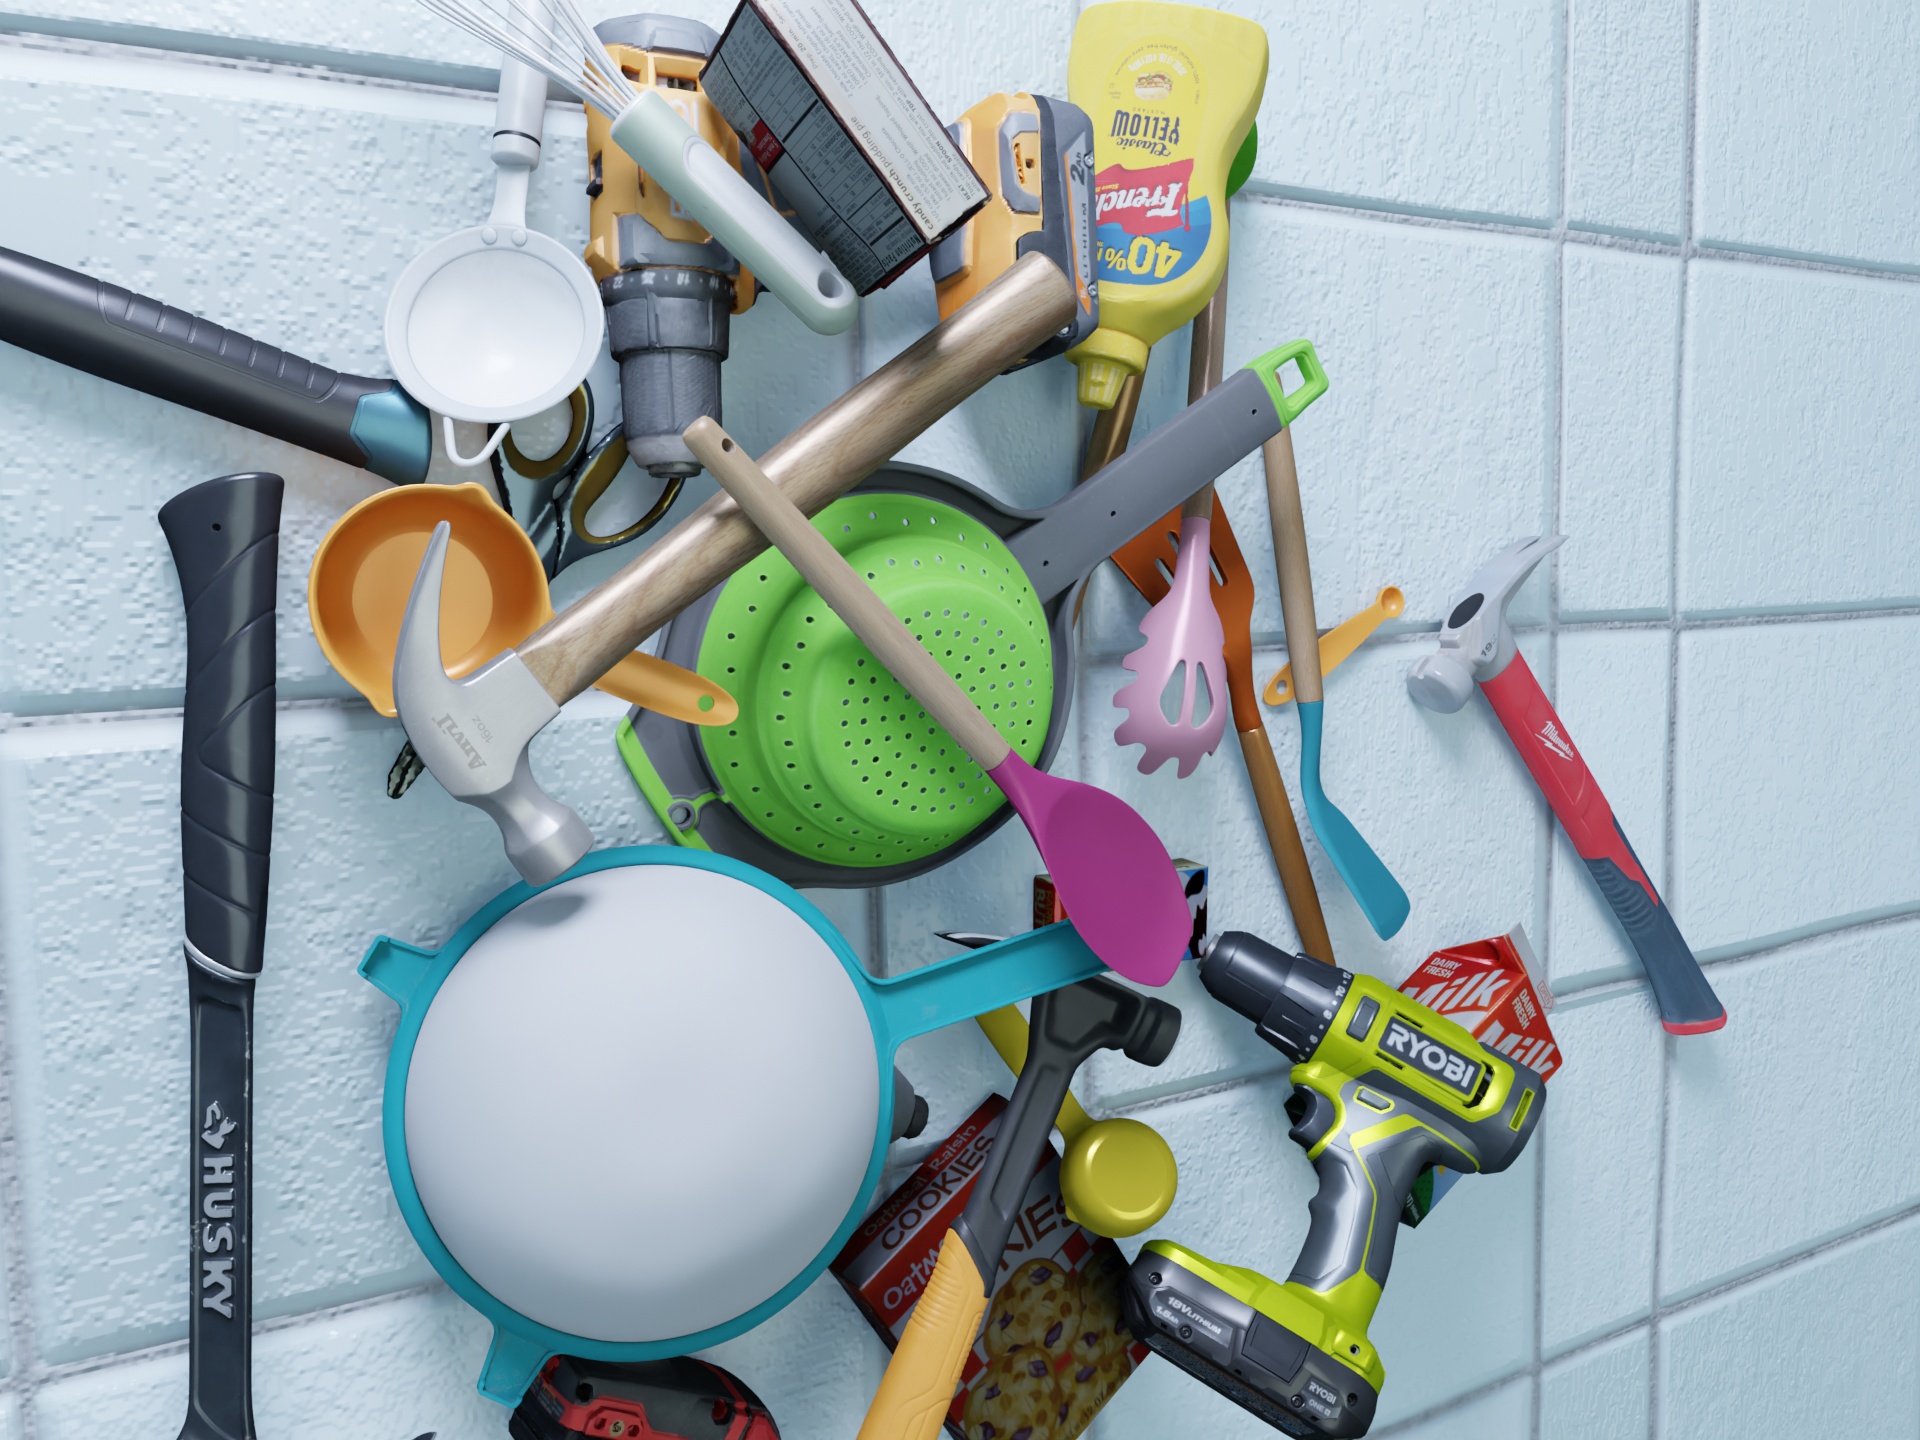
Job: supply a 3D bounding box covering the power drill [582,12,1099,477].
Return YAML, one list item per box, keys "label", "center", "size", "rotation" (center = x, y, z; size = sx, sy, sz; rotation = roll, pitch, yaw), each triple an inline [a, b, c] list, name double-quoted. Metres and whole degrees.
- label: "power drill"
  center: [-0.053, -0.198, 0.703]
  size: [0.226, 0.084, 0.185]
  rotation: [-2, 91, -27]

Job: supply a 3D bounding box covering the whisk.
- label: "whisk"
  center: [-0.132, -0.240, 0.611]
  size: [0.246, 0.059, 0.058]
  rotation: [42, 55, -15]

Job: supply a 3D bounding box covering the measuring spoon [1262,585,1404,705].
- label: "measuring spoon"
  center: [0.216, -0.043, 0.926]
  size: [0.117, 0.011, 0.021]
  rotation: [-36, 107, -20]

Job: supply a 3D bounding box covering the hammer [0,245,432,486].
- label: "hammer"
  center: [-0.348, -0.156, 0.559]
  size: [0.330, 0.033, 0.128]
  rotation: [18, 84, -31]

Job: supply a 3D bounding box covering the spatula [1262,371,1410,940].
- label: "spatula"
  center: [0.203, -0.038, 0.888]
  size: [0.082, 0.044, 0.317]
  rotation: [-17, 99, -62]

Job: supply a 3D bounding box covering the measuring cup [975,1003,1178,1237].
- label: "measuring cup"
  center: [0.050, 0.185, 0.790]
  size: [0.062, 0.029, 0.156]
  rotation: [-33, 80, -21]

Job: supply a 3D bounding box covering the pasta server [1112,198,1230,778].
- label: "pasta server"
  center: [0.122, -0.129, 0.832]
  size: [0.060, 0.040, 0.316]
  rotation: [7, 80, -9]

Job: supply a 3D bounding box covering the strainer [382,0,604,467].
- label: "strainer"
  center: [-0.180, -0.222, 0.646]
  size: [0.087, 0.050, 0.258]
  rotation: [5, 84, -2]

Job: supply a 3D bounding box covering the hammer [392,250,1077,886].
- label: "hammer"
  center: [-0.080, -0.088, 0.637]
  size: [0.331, 0.031, 0.130]
  rotation: [-41, 111, -17]

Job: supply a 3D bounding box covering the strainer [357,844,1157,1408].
- label: "strainer"
  center: [-0.061, 0.135, 0.646]
  size: [0.340, 0.095, 0.211]
  rotation: [-16, 86, -16]

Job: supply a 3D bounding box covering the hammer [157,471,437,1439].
- label: "hammer"
  center: [-0.276, 0.110, 0.606]
  size: [0.149, 0.036, 0.409]
  rotation: [1, 90, -5]

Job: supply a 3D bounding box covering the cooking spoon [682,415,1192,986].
- label: "cooking spoon"
  center: [-0.001, -0.002, 0.656]
  size: [0.318, 0.017, 0.069]
  rotation: [48, 54, -22]

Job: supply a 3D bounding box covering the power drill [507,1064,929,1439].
- label: "power drill"
  center: [-0.103, 0.240, 0.723]
  size: [0.143, 0.078, 0.220]
  rotation: [26, 78, -30]

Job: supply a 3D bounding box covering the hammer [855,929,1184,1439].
- label: "hammer"
  center: [-0.011, 0.265, 0.722]
  size: [0.127, 0.034, 0.337]
  rotation: [26, 79, -17]

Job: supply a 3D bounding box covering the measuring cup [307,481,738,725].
- label: "measuring cup"
  center: [-0.175, -0.033, 0.644]
  size: [0.173, 0.052, 0.095]
  rotation: [22, 85, -24]

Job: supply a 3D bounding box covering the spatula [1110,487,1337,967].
- label: "spatula"
  center: [0.163, 0.022, 0.893]
  size: [0.081, 0.041, 0.322]
  rotation: [-31, 114, -23]

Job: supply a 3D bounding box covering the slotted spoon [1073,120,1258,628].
- label: "slotted spoon"
  center: [0.092, -0.192, 0.823]
  size: [0.070, 0.031, 0.314]
  rotation: [15, 89, -8]

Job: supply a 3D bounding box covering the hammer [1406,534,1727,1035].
- label: "hammer"
  center: [0.424, 0.061, 1.044]
  size: [0.143, 0.038, 0.386]
  rotation: [-48, 116, -20]

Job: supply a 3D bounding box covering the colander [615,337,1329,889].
- label: "colander"
  center: [0.037, -0.059, 0.728]
  size: [0.397, 0.095, 0.204]
  rotation: [-37, 112, -13]

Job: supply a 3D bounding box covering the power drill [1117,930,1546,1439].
- label: "power drill"
  center: [0.177, 0.235, 0.835]
  size: [0.190, 0.080, 0.228]
  rotation: [29, 66, 12]
